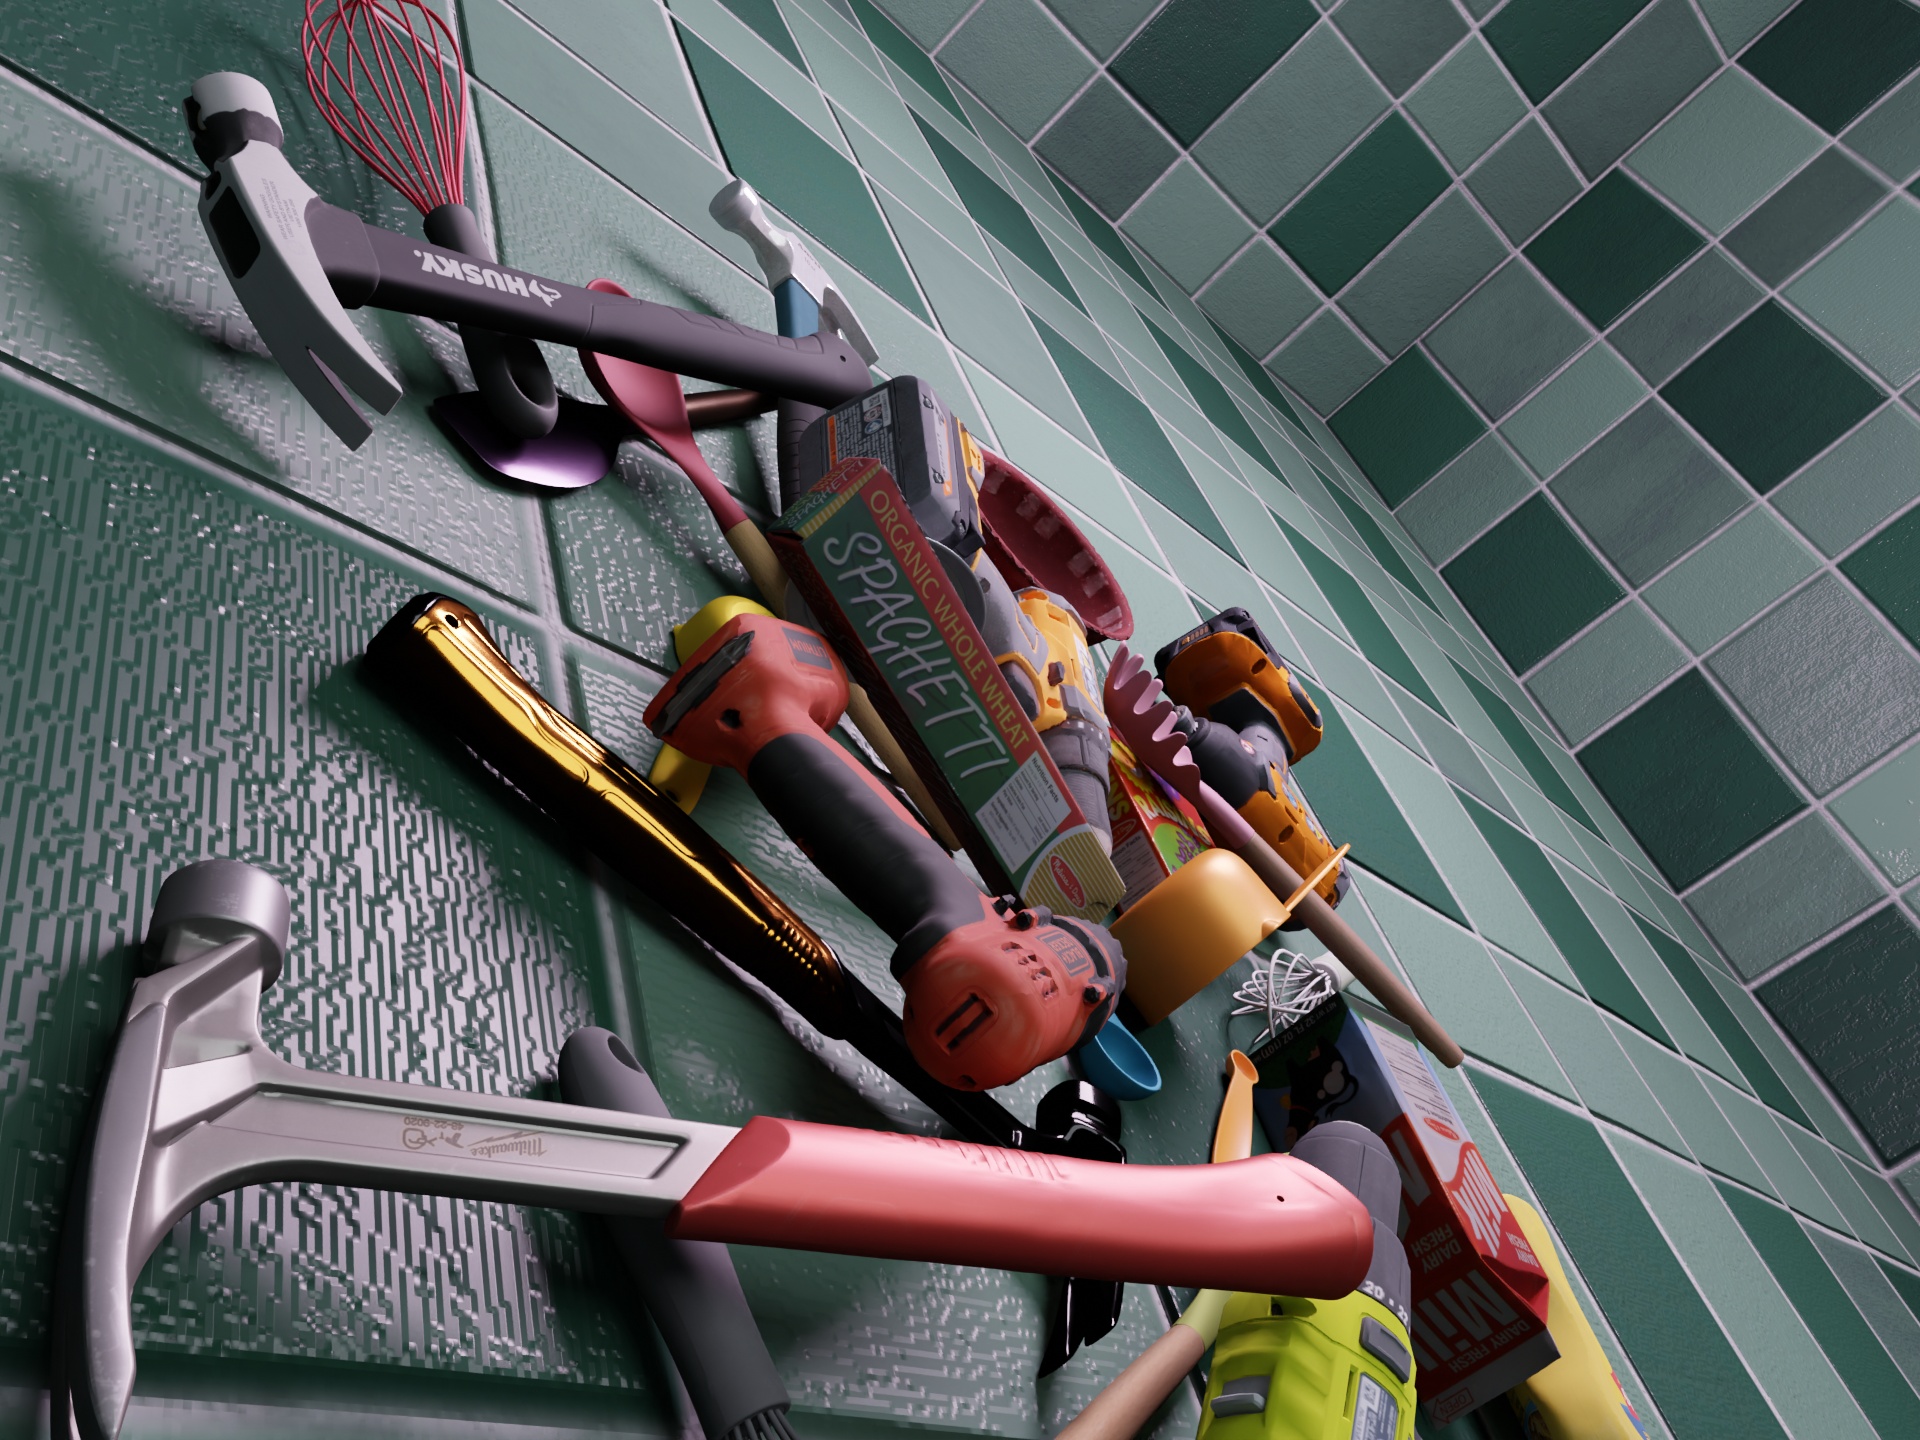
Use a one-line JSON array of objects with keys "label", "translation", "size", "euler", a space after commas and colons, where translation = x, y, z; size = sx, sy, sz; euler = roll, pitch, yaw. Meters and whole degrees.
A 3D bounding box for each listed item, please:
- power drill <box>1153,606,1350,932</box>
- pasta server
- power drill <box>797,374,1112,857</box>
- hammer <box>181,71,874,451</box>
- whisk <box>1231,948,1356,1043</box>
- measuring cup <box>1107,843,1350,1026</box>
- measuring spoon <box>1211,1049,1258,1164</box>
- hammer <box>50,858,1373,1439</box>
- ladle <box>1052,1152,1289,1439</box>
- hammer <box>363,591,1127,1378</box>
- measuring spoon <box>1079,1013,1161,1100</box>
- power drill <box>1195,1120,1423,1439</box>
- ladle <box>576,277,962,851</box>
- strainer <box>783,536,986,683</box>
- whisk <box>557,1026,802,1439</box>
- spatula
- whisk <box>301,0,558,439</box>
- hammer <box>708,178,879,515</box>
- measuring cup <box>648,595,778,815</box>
[{"label": "power drill", "translation": [0.181, 0.015, 1.047], "size": [0.164, 0.084, 0.227], "euler": [50, 23, -20]}, {"label": "pasta server", "translation": [0.186, 0.082, 0.908], "size": [0.316, 0.040, 0.060], "euler": [46, 10, -7]}, {"label": "power drill", "translation": [0.010, -0.037, 0.795], "size": [0.226, 0.084, 0.186], "euler": [51, 22, -41]}, {"label": "hammer", "translation": [-0.154, -0.168, 0.690], "size": [0.334, 0.035, 0.146], "euler": [0, 60, -53]}, {"label": "whisk", "translation": [0.209, 0.154, 0.936], "size": [0.246, 0.058, 0.059], "euler": [2, 84, -67]}, {"label": "measuring cup", "translation": [0.138, 0.086, 0.802], "size": [0.173, 0.095, 0.052], "euler": [-32, 77, -41]}, {"label": "measuring spoon", "translation": [0.129, 0.195, 0.763], "size": [0.021, 0.011, 0.117], "euler": [44, 25, -5]}, {"label": "hammer", "translation": [-0.029, 0.130, 0.414], "size": [0.358, 0.036, 0.149], "euler": [16, 33, -28]}, {"label": "ladle", "translation": [0.079, 0.225, 0.554], "size": [0.320, 0.062, 0.078], "euler": [-5, 72, -60]}, {"label": "hammer", "translation": [-0.066, 0.082, 0.548], "size": [0.336, 0.034, 0.127], "euler": [43, 21, -13]}, {"label": "measuring spoon", "translation": [0.052, 0.127, 0.728], "size": [0.042, 0.021, 0.129], "euler": [31, 18, -36]}, {"label": "power drill", "translation": [0.169, 0.270, 0.548], "size": [0.228, 0.080, 0.191], "euler": [44, 43, -18]}, {"label": "ladle", "translation": [-0.089, -0.070, 0.747], "size": [0.315, 0.031, 0.069], "euler": [55, 25, 1]}, {"label": "strainer", "translation": [-0.001, -0.002, 0.718], "size": [0.258, 0.087, 0.050], "euler": [59, 22, -29]}, {"label": "whisk", "translation": [-0.056, 0.176, 0.399], "size": [0.055, 0.055, 0.239], "euler": [18, 32, -52]}, {"label": "spatula", "translation": [-0.154, -0.151, 0.796], "size": [0.060, 0.018, 0.316], "euler": [46, 23, 2]}, {"label": "whisk", "translation": [-0.240, -0.240, 0.726], "size": [0.073, 0.073, 0.296], "euler": [13, 44, -55]}, {"label": "hammer", "translation": [-0.091, -0.179, 0.897], "size": [0.128, 0.033, 0.331], "euler": [42, 27, -38]}, {"label": "measuring cup", "translation": [-0.096, -0.006, 0.645], "size": [0.062, 0.029, 0.157], "euler": [42, 22, -16]}]
